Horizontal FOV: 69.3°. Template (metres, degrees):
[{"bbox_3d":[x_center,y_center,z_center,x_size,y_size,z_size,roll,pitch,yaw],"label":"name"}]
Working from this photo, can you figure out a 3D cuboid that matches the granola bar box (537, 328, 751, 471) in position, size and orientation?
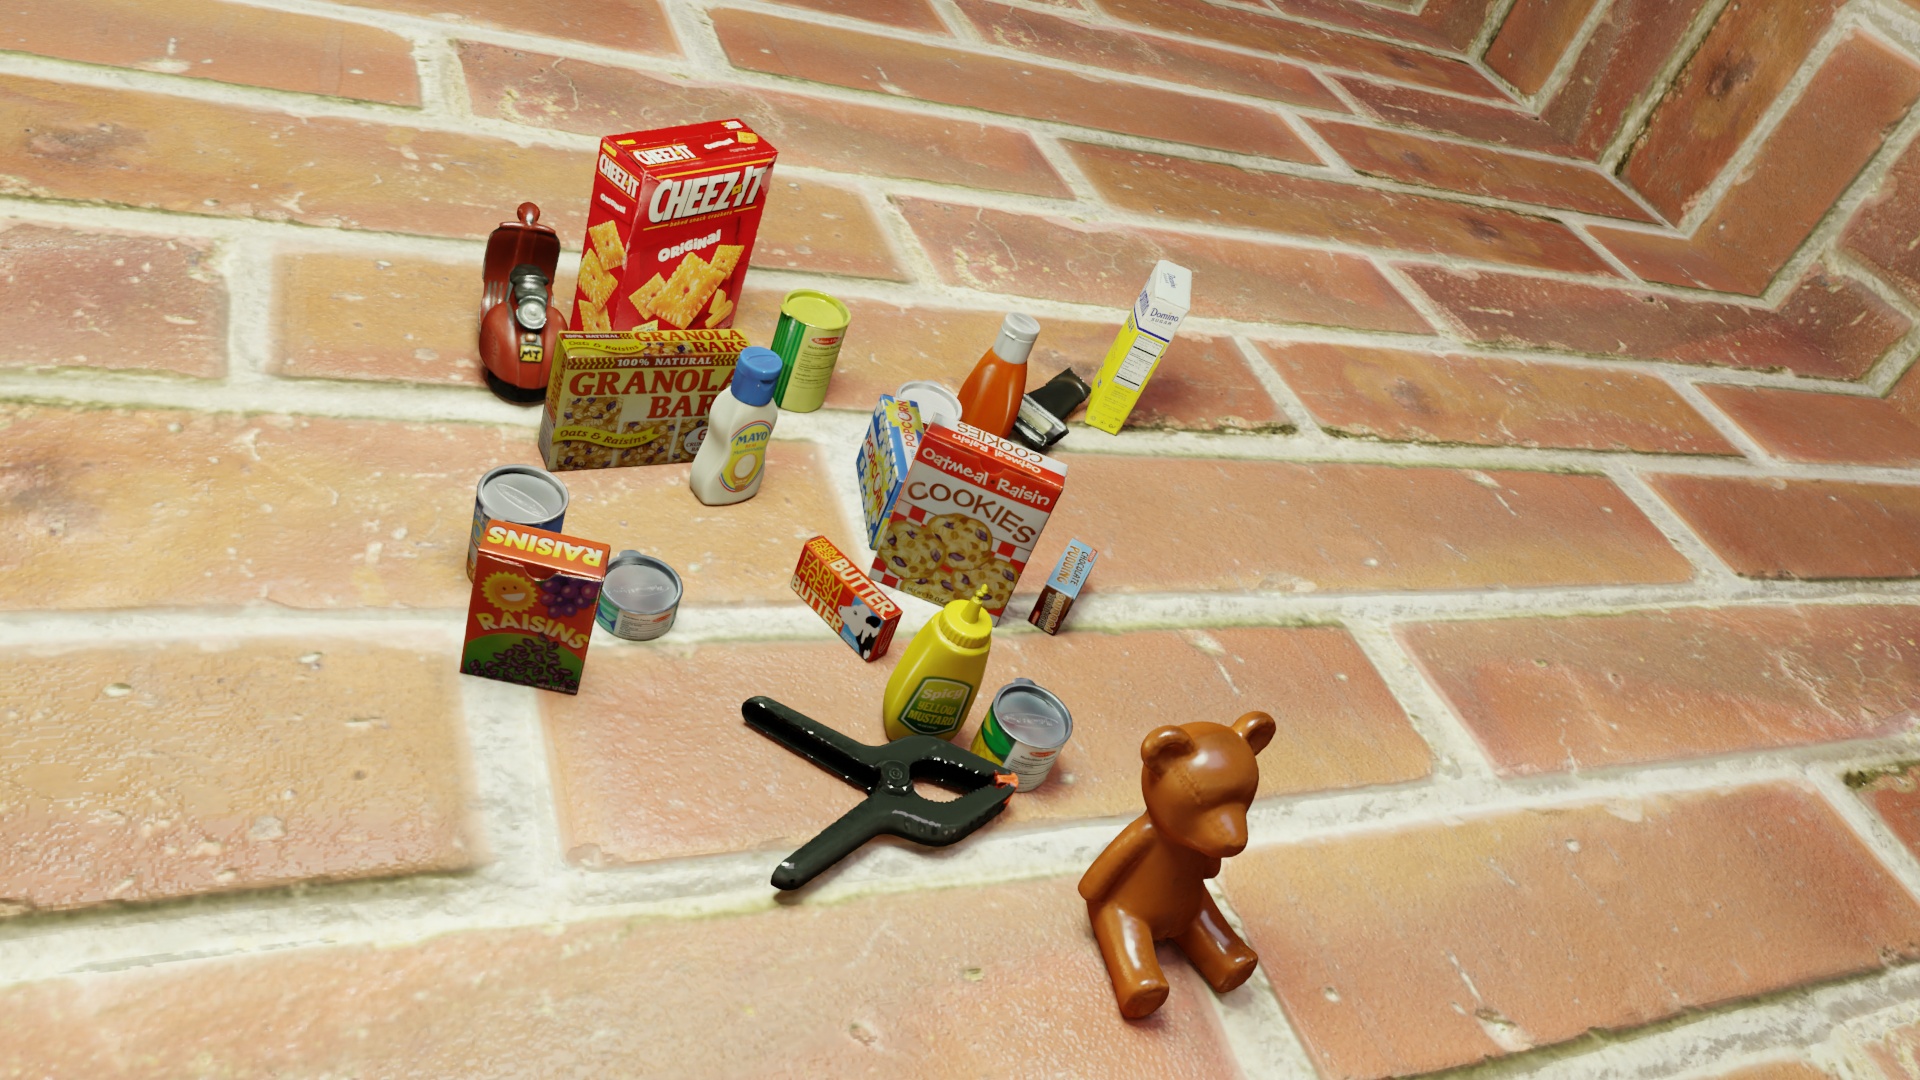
[{"bbox_3d":[-0.272,-0.123,1.200,0.166,0.123,0.039,-6,47,-33],"label":"granola bar box"}]

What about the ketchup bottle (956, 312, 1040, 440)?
[{"bbox_3d":[0.037,-0.157,1.384,0.065,0.148,0.044,36,39,15],"label":"ketchup bottle"}]

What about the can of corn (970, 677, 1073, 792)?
[{"bbox_3d":[0.047,0.153,1.095,0.071,0.058,0.071,15,38,-12],"label":"can of corn"}]

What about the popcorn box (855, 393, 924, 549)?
[{"bbox_3d":[-0.061,-0.061,1.271,0.038,0.084,0.127,8,40,-19],"label":"popcorn box"}]

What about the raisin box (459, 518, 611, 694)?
[{"bbox_3d":[-0.302,0.049,0.982,0.086,0.122,0.040,14,39,-13],"label":"raisin box"}]

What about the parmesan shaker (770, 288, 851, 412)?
[{"bbox_3d":[-0.155,-0.184,1.352,0.071,0.102,0.072,15,38,-12],"label":"parmesan shaker"}]

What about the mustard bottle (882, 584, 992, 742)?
[{"bbox_3d":[-0.011,0.092,1.053,0.065,0.159,0.049,11,39,-16],"label":"mustard bottle"}]

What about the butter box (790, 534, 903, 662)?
[{"bbox_3d":[-0.096,0.047,1.149,0.104,0.052,0.024,43,41,22],"label":"butter box"}]

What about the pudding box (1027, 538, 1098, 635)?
[{"bbox_3d":[0.094,0.041,1.260,0.030,0.049,0.084,28,38,6],"label":"pudding box"}]

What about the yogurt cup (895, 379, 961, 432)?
[{"bbox_3d":[-0.038,-0.117,1.374,0.072,0.053,0.073,15,38,-12],"label":"yogurt cup"}]

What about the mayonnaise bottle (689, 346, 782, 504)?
[{"bbox_3d":[-0.189,-0.098,1.195,0.065,0.147,0.041,-14,52,-39],"label":"mayonnaise bottle"}]

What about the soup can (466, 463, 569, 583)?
[{"bbox_3d":[-0.340,-0.005,1.057,0.071,0.083,0.072,15,38,-12],"label":"soup can"}]

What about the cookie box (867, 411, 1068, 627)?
[{"bbox_3d":[0.004,-0.015,1.183,0.123,0.166,0.040,22,38,-3],"label":"cookie box"}]

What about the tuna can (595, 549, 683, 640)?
[{"bbox_3d":[-0.254,0.043,1.088,0.071,0.032,0.071,15,39,-12],"label":"tuna can"}]
